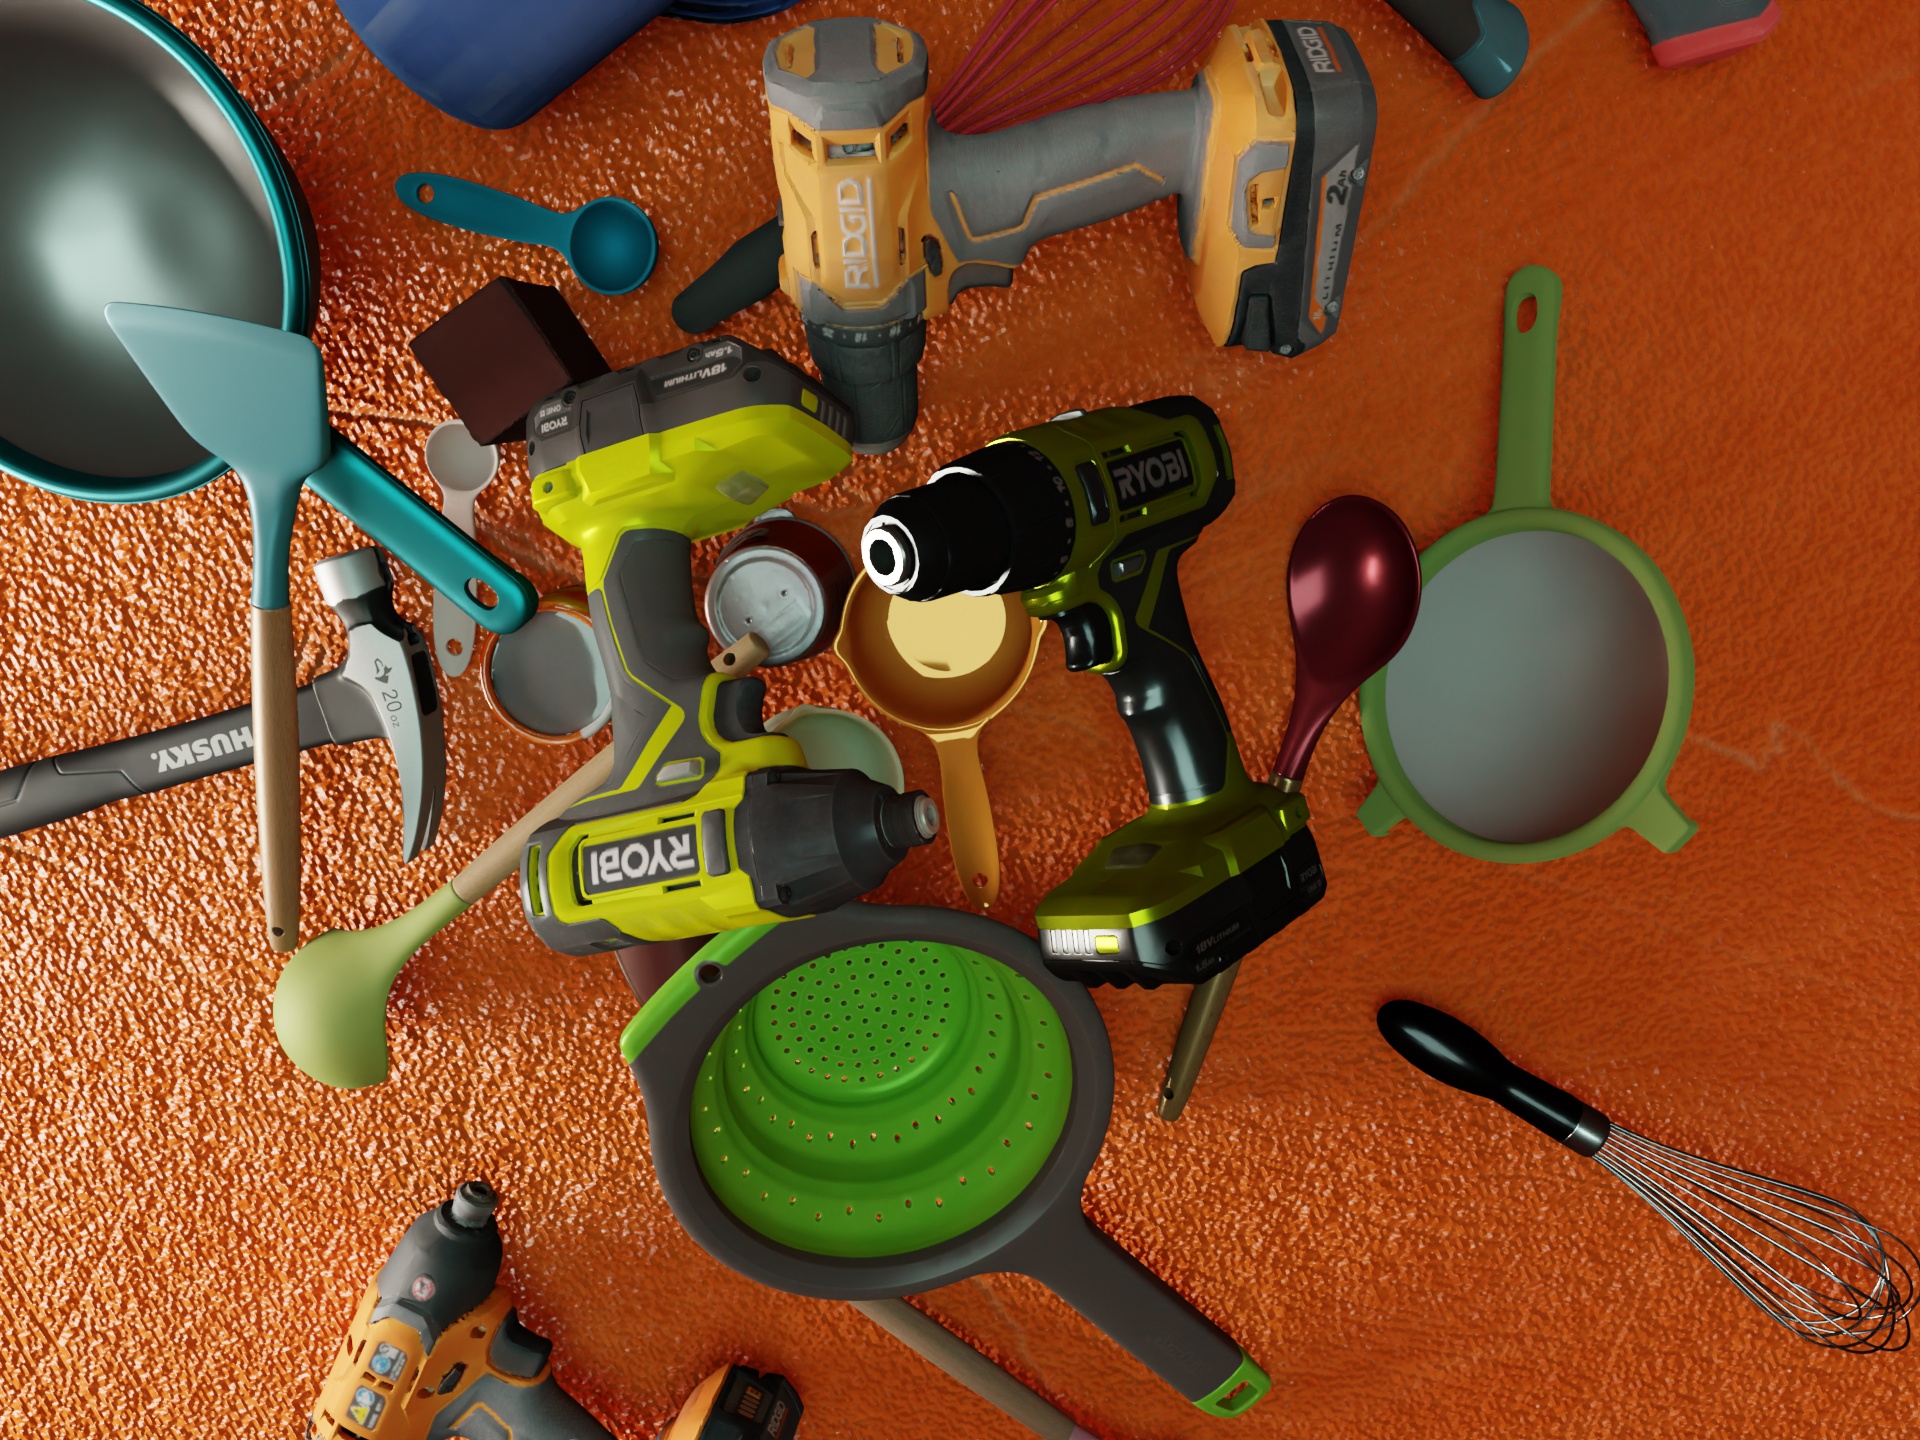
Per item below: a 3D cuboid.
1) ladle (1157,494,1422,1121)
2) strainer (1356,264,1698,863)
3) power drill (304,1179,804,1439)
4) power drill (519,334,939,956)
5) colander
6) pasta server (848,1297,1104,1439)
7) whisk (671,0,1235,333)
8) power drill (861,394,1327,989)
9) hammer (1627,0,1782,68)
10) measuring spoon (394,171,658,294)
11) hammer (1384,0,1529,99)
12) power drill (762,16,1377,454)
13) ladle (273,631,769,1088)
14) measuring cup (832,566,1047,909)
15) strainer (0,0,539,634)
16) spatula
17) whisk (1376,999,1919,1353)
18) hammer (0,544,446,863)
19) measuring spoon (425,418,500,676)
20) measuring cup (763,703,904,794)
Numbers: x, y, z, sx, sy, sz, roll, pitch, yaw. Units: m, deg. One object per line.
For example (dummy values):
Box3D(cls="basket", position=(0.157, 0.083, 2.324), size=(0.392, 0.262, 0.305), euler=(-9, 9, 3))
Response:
Box3D(cls="ladle", position=(0.144, 0.049, 0.737), size=(0.069, 0.031, 0.315), euler=(31, 111, 41))
Box3D(cls="strainer", position=(0.256, -0.065, 0.691), size=(0.069, 0.151, 0.256), euler=(8, 84, -41))
Box3D(cls="power drill", position=(-0.199, 0.338, 0.798), size=(0.226, 0.084, 0.164), euler=(26, 102, 2))
Box3D(cls="power drill", position=(-0.097, -0.028, 0.635), size=(0.171, 0.080, 0.223), euler=(-13, 76, 23))
Box3D(cls="colander", position=(0.014, 0.207, 0.761), size=(0.204, 0.095, 0.396), euler=(-42, 114, 7))
Box3D(cls="pasta server", position=(0.032, 0.345, 0.812), size=(0.316, 0.040, 0.060), euler=(35, 102, 0))
Box3D(cls="whisk", position=(-0.004, -0.251, 0.673), size=(0.296, 0.073, 0.073), euler=(-32, 98, 14))
Box3D(cls="power drill", position=(0.059, -0.011, 0.651), size=(0.080, 0.190, 0.228), euler=(-9, 101, 46))
Box3D(cls="hammer", position=(0.194, -0.419, 0.633), size=(0.386, 0.038, 0.143), euler=(42, 100, -5))
Box3D(cls="measuring spoon", position=(-0.192, -0.223, 0.713), size=(0.128, 0.021, 0.042), euler=(18, 103, 9))
Box3D(cls="hammer", position=(0.097, -0.356, 0.604), size=(0.330, 0.128, 0.033), euler=(32, 147, -21))
Box3D(cls="power drill", position=(0.039, -0.191, 0.650), size=(0.226, 0.084, 0.185), euler=(-3, 139, -2))
Box3D(cls="ladle", position=(-0.203, 0.064, 0.734), size=(0.320, 0.062, 0.078), euler=(-38, 67, 14))
Box3D(cls="measuring cup", position=(-0.001, -0.002, 0.727), size=(0.095, 0.052, 0.173), euler=(-8, 103, 5))
Box3D(cls="strainer", position=(-0.309, -0.165, 0.690), size=(0.340, 0.095, 0.211), euler=(40, 113, -9))
Box3D(cls="spatula", position=(-0.300, -0.023, 0.678), size=(0.082, 0.044, 0.317), euler=(10, 119, 0))
Box3D(cls="whisk", position=(0.322, 0.209, 0.752), size=(0.284, 0.070, 0.070), euler=(31, 102, 2))
Box3D(cls="hammer", position=(-0.408, 0.031, 0.768), size=(0.335, 0.035, 0.146), euler=(-15, 100, 7))
Box3D(cls="measuring spoon", position=(-0.234, -0.081, 0.746), size=(0.034, 0.018, 0.124), euler=(10, 109, 2))
Box3D(cls="measuring cup", position=(-0.109, 0.043, 0.723), size=(0.167, 0.038, 0.083), euler=(-17, 103, -15))
